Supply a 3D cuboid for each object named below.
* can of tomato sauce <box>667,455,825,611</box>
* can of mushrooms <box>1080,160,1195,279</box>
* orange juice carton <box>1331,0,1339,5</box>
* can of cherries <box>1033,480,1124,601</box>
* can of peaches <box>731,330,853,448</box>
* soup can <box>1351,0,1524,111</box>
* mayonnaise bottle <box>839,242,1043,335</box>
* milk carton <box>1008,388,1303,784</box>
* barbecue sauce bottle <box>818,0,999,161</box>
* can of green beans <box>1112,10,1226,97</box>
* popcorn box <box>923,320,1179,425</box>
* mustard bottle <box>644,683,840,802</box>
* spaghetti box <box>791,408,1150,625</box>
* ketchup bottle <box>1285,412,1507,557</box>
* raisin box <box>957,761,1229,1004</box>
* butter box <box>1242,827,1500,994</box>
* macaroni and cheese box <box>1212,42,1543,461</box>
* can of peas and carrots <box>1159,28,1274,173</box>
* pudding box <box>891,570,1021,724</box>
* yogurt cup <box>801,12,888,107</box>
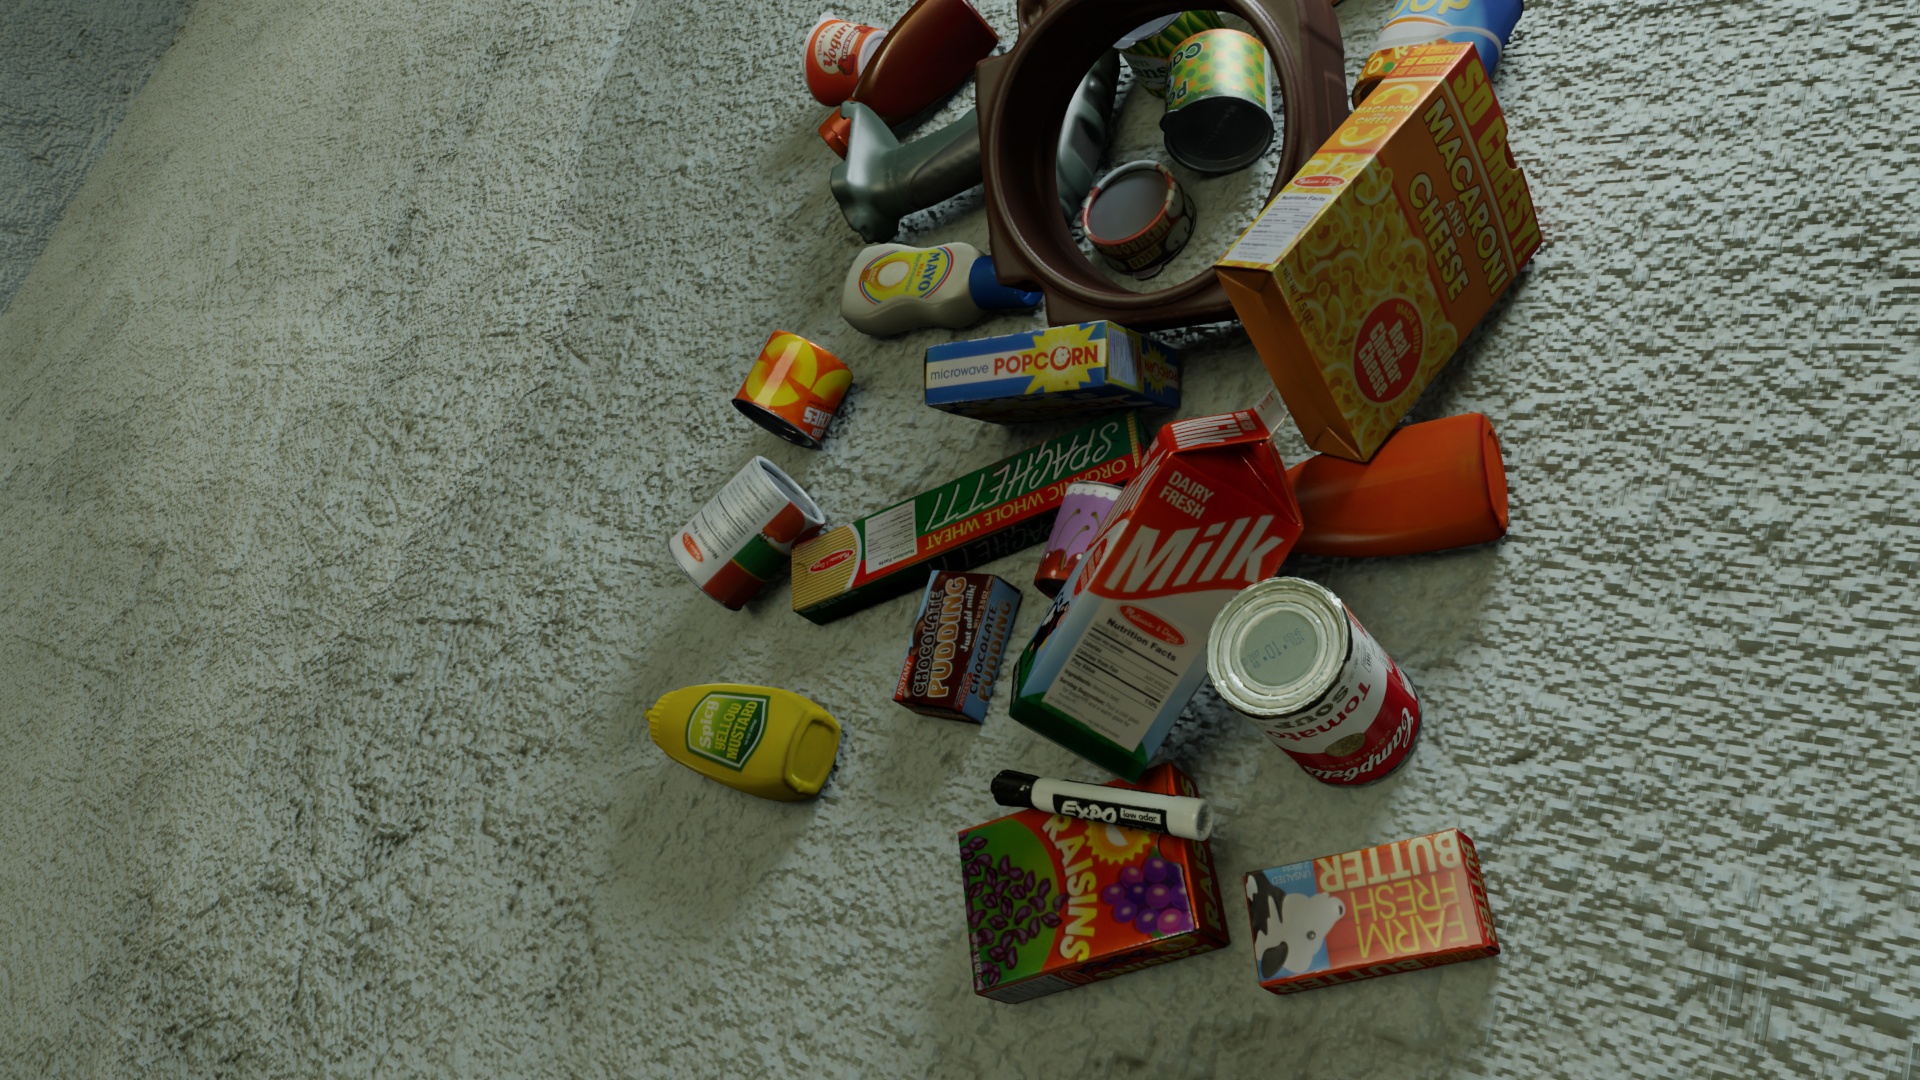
[{"bbox_3d":[-0.140,-0.005,0.923,0.083,0.071,0.071,-44,47,7],"label":"can of tomato sauce"},{"bbox_3d":[0.111,-0.202,0.873,0.071,0.033,0.071,-17,55,27],"label":"can of mushrooms"},{"bbox_3d":[0.252,-0.405,0.861,0.192,0.073,0.072,-30,50,18],"label":"orange juice carton"},{"bbox_3d":[0.078,0.008,0.755,0.071,0.071,0.058,9,72,39],"label":"can of cherries"},{"bbox_3d":[-0.113,-0.103,0.960,0.071,0.071,0.058,18,76,41],"label":"can of peaches"},{"bbox_3d":[0.264,-0.274,0.777,0.071,0.071,0.084,20,78,42],"label":"soup can"},{"bbox_3d":[-0.013,-0.173,0.941,0.148,0.041,0.065,4,67,38],"label":"mayonnaise bottle"},{"bbox_3d":[0.102,0.013,0.671,0.190,0.073,0.072,-60,3,15],"label":"milk carton"},{"bbox_3d":[-0.044,-0.351,1.054,0.148,0.064,0.044,-41,24,13],"label":"barbecue sauce bottle"},{"bbox_3d":[0.136,-0.336,0.916,0.071,0.057,0.071,-17,56,28],"label":"can of green beans"},{"bbox_3d":[0.053,-0.096,0.815,0.126,0.085,0.038,-2,84,36],"label":"popcorn box"},{"bbox_3d":[-0.148,0.120,0.865,0.160,0.048,0.065,4,66,38],"label":"mustard bottle"},{"bbox_3d":[0.003,-0.011,0.844,0.249,0.028,0.050,-21,54,25],"label":"spaghetti box"},{"bbox_3d":[0.194,-0.019,0.699,0.148,0.043,0.065,-12,56,31],"label":"ketchup bottle"},{"bbox_3d":[0.063,0.171,0.688,0.123,0.040,0.086,-23,52,23],"label":"raisin box"},{"bbox_3d":[0.180,0.165,0.616,0.103,0.024,0.053,-20,54,26],"label":"butter box"},{"bbox_3d":[0.210,-0.140,0.678,0.167,0.123,0.040,-48,35,-15],"label":"macaroni and cheese box"},{"bbox_3d":[0.156,-0.271,0.855,0.071,0.071,0.059,-13,57,30],"label":"can of peas and carrots"},{"bbox_3d":[-0.002,0.061,0.806,0.049,0.030,0.084,3,67,38],"label":"pudding box"},{"bbox_3d":[-0.084,-0.377,1.098,0.054,0.072,0.072,16,75,33],"label":"yogurt cup"}]
